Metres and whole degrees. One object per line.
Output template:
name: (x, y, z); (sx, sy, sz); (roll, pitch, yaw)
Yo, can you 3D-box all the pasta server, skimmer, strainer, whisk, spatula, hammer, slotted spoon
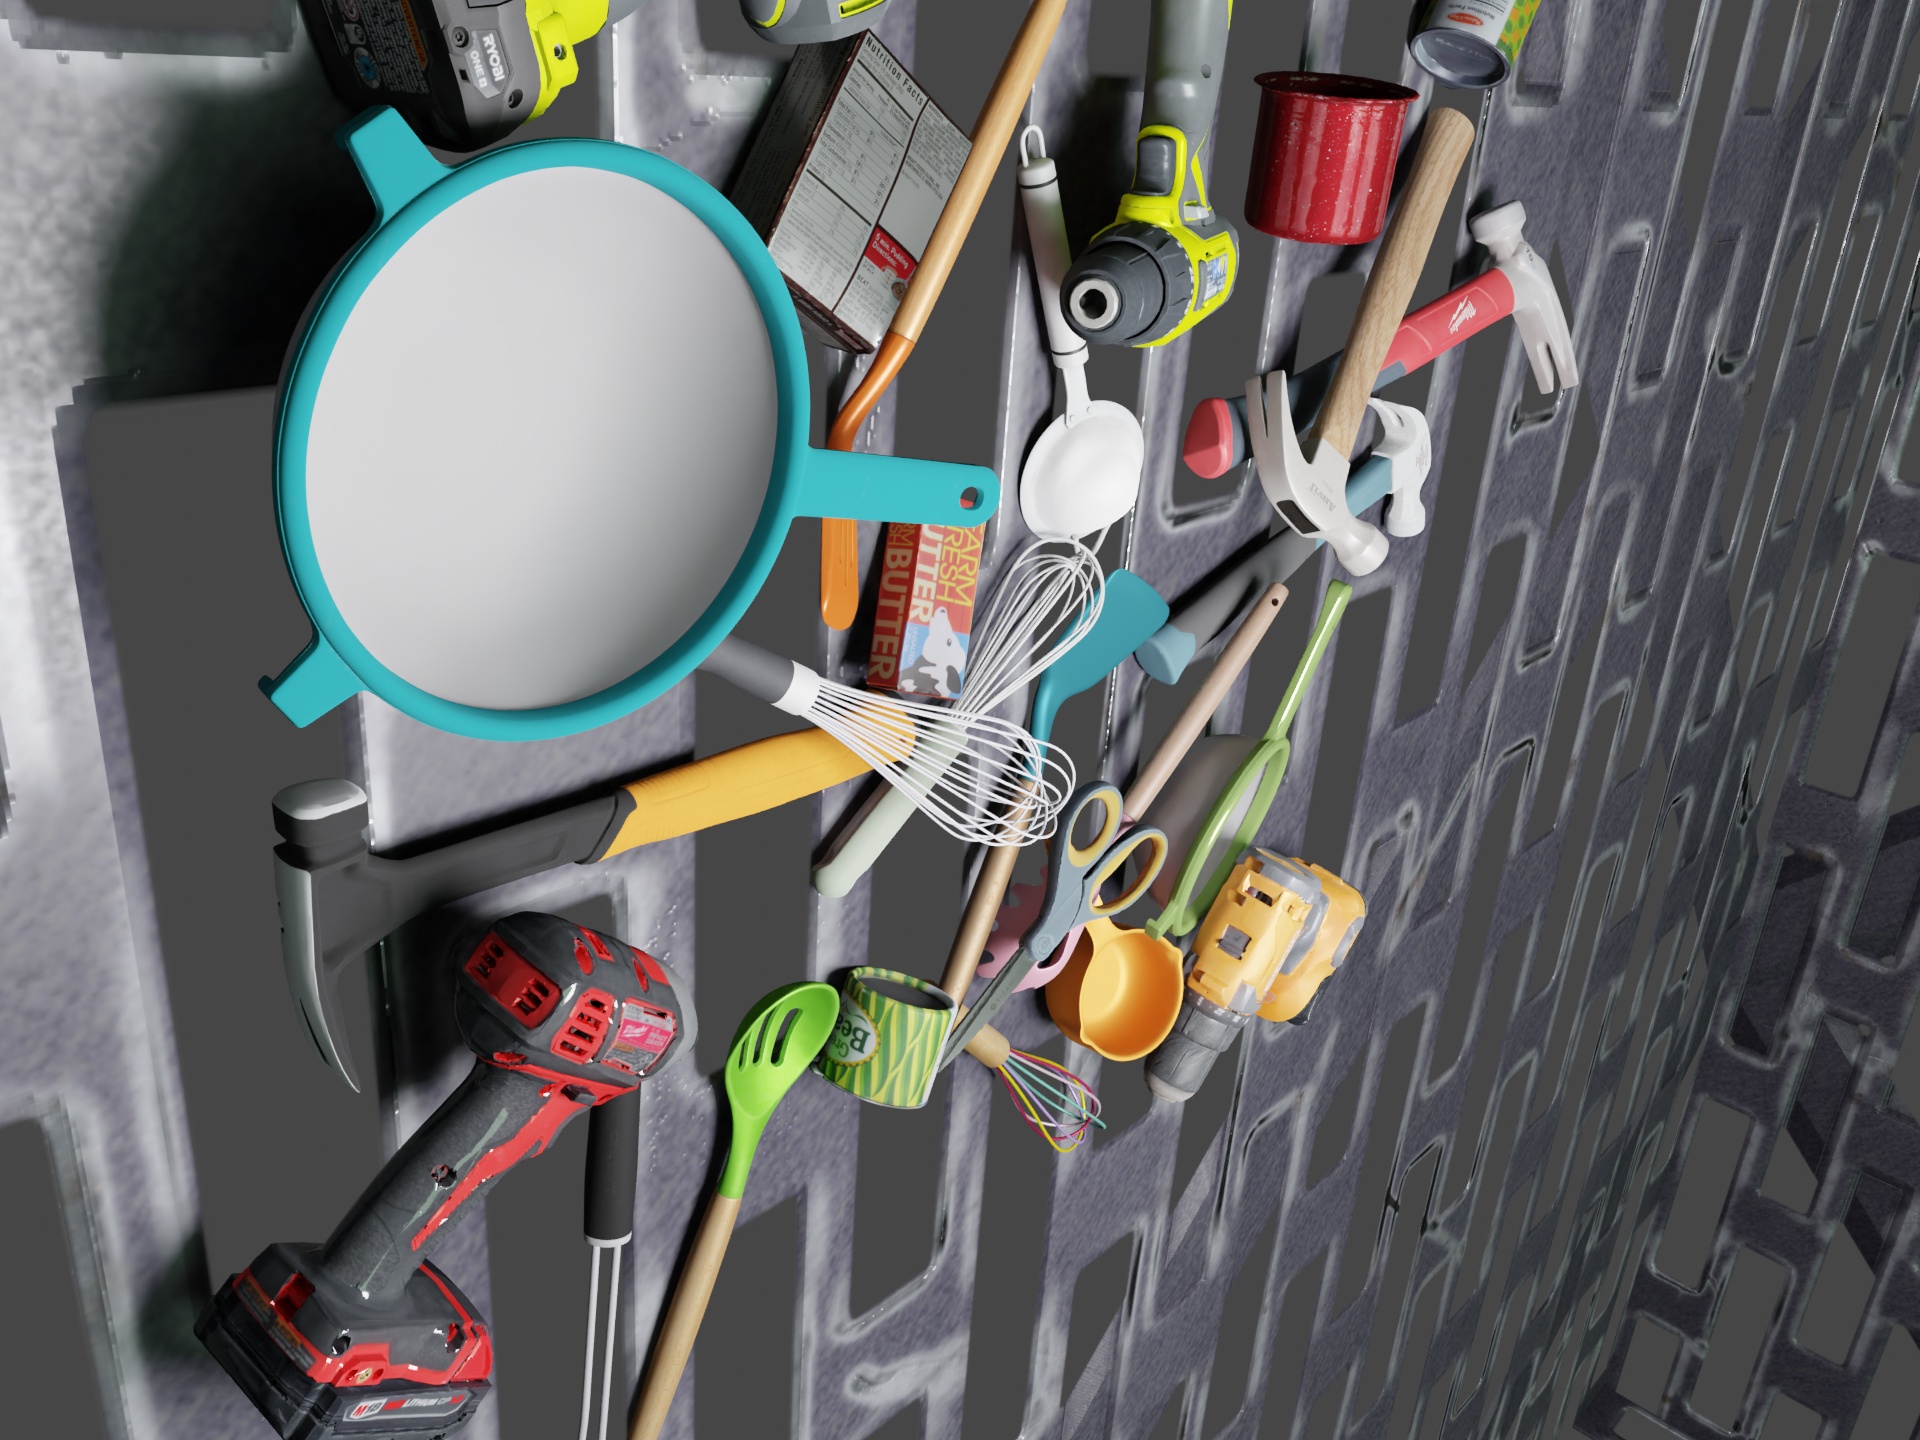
pasta server: (0.115, 0.038, 1.004); (0.060, 0.040, 0.316); (40, 77, -19)
skimmer: (-0.175, 0.324, 0.788); (0.127, 0.090, 0.363); (2, 107, -18)
strainer: (0.060, -0.188, 0.851); (0.087, 0.050, 0.258); (-29, 127, -20)
whisk: (-0.055, -0.003, 0.753); (0.284, 0.070, 0.070); (26, 88, -35)
whisk: (-0.001, -0.003, 0.872); (0.059, 0.058, 0.246); (42, 75, -15)
spatula: (-0.010, -0.197, 0.742); (0.081, 0.041, 0.322); (-14, 128, -84)
hammer: (0.291, -0.231, 1.073); (0.386, 0.038, 0.143); (-32, 103, -33)
hammer: (0.230, -0.120, 1.095); (0.331, 0.033, 0.128); (-38, 135, -33)
slotted spoon: (-0.136, 0.280, 0.866); (0.070, 0.031, 0.313); (9, 103, -52)
spatula: (0.039, 0.063, 0.937); (0.082, 0.044, 0.317); (29, 80, -57)
hammer: (0.267, -0.263, 1.016); (0.130, 0.031, 0.331); (36, 67, -29)
whisk: (0.033, 0.226, 1.030); (0.047, 0.051, 0.244); (-52, 138, -9)
hammer: (-0.144, 0.049, 0.729); (0.337, 0.034, 0.127); (-19, 122, -44)
strainer: (0.175, 0.016, 1.048); (0.151, 0.069, 0.256); (-9, 125, -66)
strainer: (-0.121, -0.108, 0.625); (0.340, 0.095, 0.211); (-4, 114, -50)

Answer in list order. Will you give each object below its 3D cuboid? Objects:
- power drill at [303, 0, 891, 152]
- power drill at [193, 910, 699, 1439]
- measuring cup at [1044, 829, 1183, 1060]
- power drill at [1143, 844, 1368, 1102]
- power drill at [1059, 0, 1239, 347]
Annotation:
power drill: (-0.120, -0.303, 0.545); (0.223, 0.080, 0.171); (-41, 136, -35)
power drill: (-0.198, 0.188, 0.669); (0.220, 0.079, 0.143); (-55, 154, -5)
measuring cup: (0.081, 0.142, 1.046); (0.095, 0.052, 0.173); (-36, 110, -25)
power drill: (0.212, 0.183, 1.154); (0.185, 0.084, 0.226); (-63, 156, 6)
power drill: (0.097, -0.296, 0.770); (0.190, 0.080, 0.228); (-45, 142, -60)
